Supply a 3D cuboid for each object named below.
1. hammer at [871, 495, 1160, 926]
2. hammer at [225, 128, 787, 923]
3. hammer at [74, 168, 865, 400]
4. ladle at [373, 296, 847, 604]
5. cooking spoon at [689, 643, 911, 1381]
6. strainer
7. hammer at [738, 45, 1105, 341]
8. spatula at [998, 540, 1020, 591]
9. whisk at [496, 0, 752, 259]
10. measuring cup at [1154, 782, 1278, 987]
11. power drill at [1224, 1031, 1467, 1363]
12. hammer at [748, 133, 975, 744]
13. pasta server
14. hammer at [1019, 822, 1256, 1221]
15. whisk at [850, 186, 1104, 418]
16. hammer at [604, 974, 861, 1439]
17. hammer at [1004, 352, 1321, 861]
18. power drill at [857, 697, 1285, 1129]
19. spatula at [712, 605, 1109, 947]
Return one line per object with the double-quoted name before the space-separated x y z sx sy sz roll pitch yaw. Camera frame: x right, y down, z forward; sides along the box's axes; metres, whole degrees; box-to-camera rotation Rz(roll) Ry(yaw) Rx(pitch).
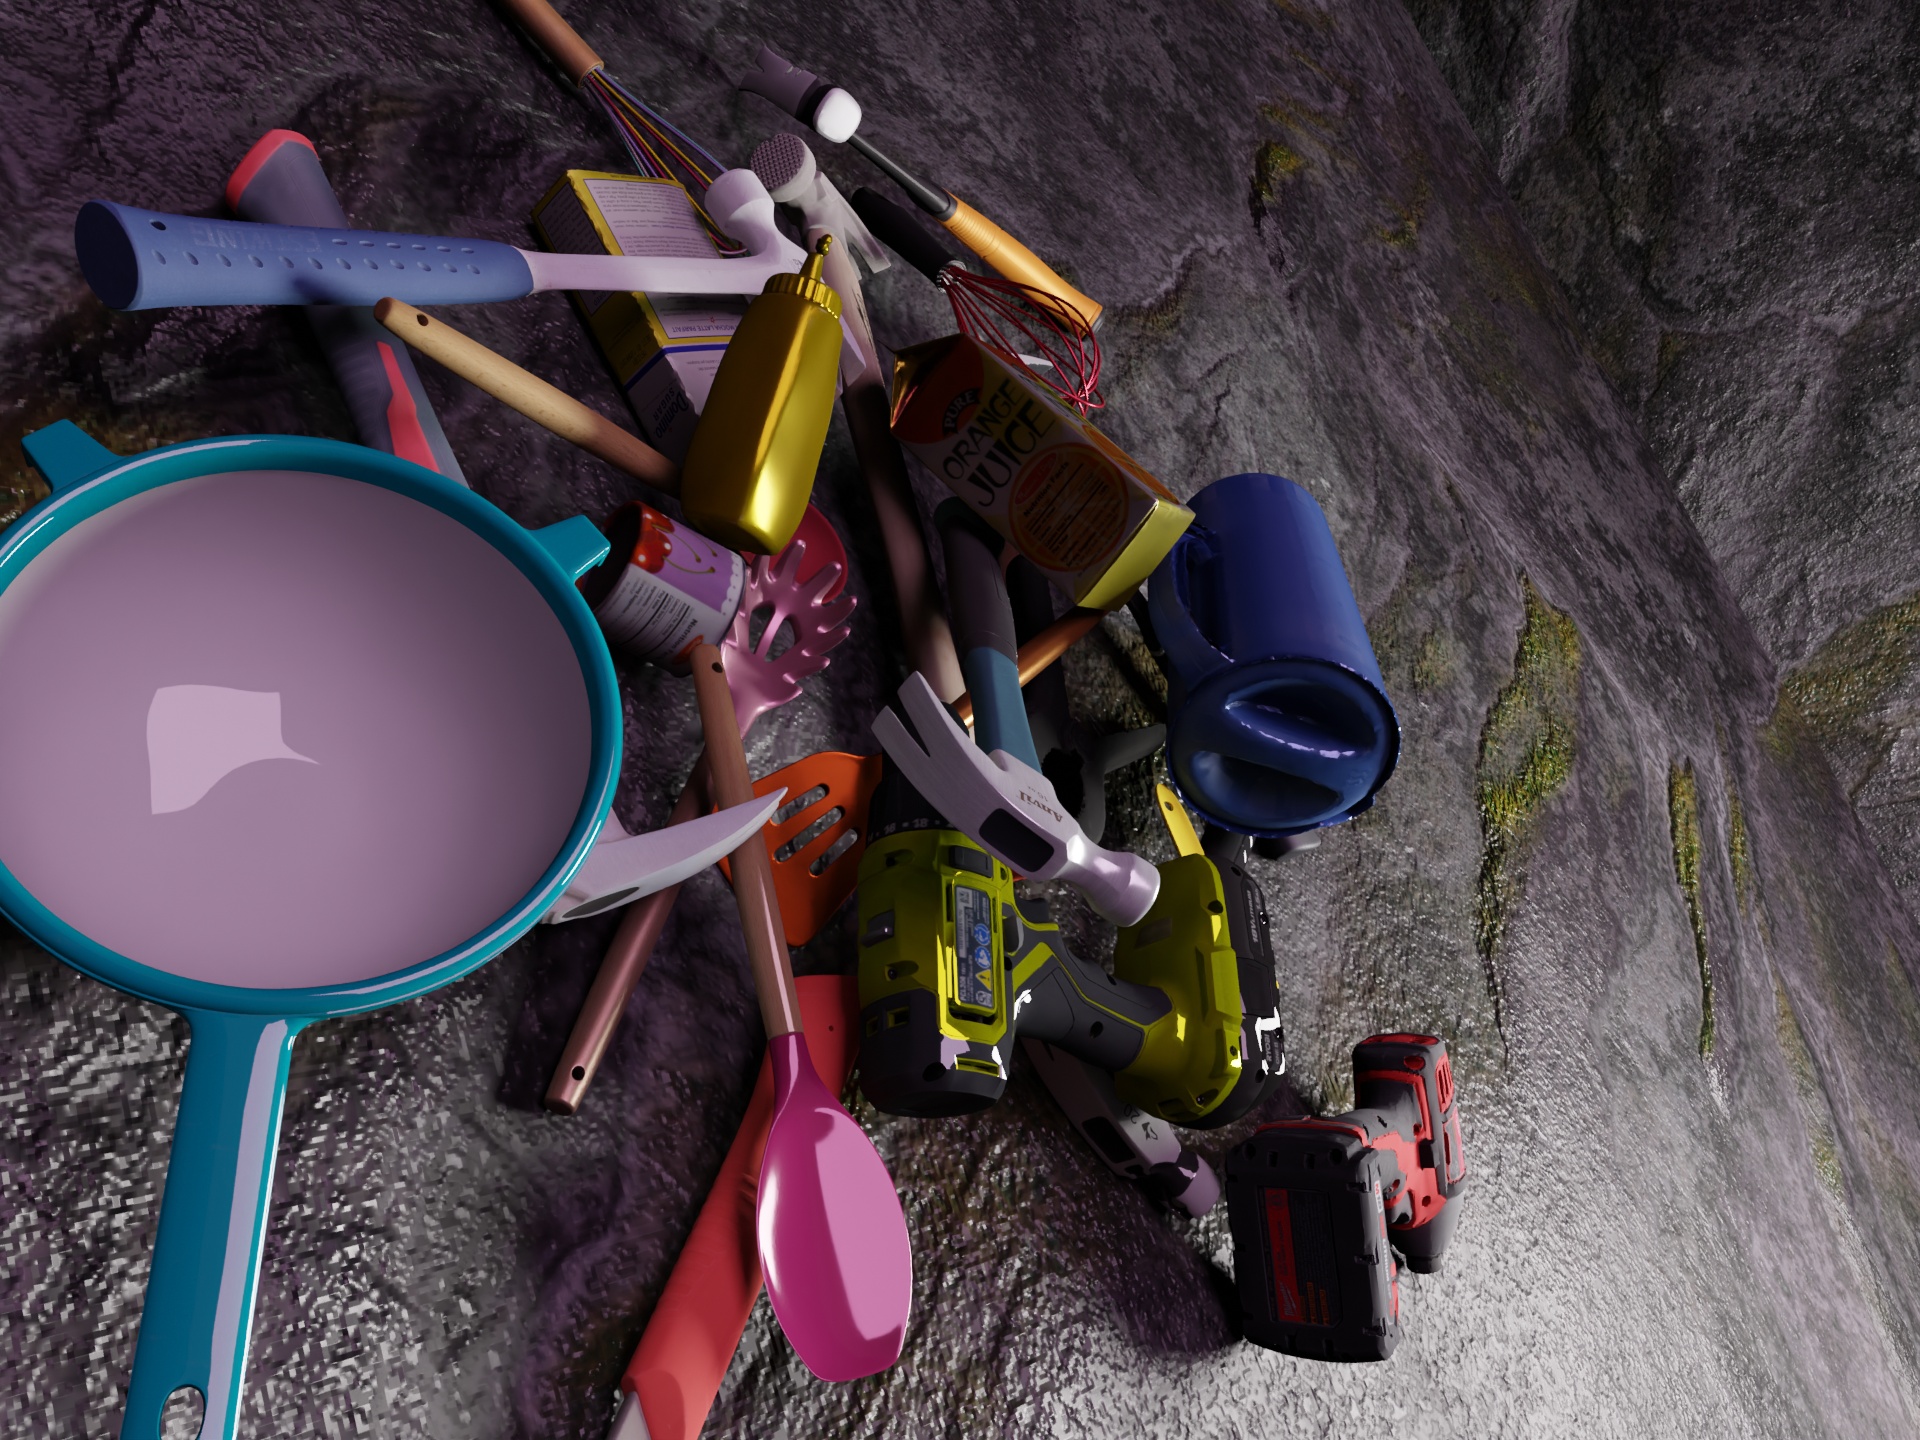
"hammer" 0.015 -0.031 0.779 0.128 0.033 0.331 32 23 -20
"hammer" -0.214 -0.098 0.686 0.143 0.038 0.386 -19 73 -27
"hammer" -0.193 -0.203 0.733 0.144 0.035 0.405 56 34 9
"ladle" -0.151 -0.122 0.756 0.315 0.031 0.069 27 48 -57
"cooking spoon" -0.078 0.108 0.666 0.068 0.017 0.319 3 61 -37
"strainer" -0.228 0.070 0.523 0.211 0.095 0.341 9 61 -21
"hammer" -0.010 -0.364 1.141 0.336 0.034 0.127 24 15 -45
"spatula" 0.035 -0.135 1.050 0.059 0.018 0.316 41 37 -27
"whisk" -0.204 -0.363 0.942 0.245 0.051 0.047 46 16 -6
"measuring cup" 0.131 0.107 0.892 0.062 0.029 0.157 12 48 -40
"power drill" 0.231 0.270 0.899 0.219 0.078 0.143 -8 92 -57
"hammer" -0.039 -0.138 0.934 0.146 0.038 0.411 33 40 -67
"pasta server" -0.116 0.035 0.715 0.060 0.040 0.316 32 46 -15
"hammer" 0.135 0.112 0.930 0.146 0.035 0.335 46 44 -13
"whisk" 0.003 -0.277 1.023 0.073 0.073 0.296 11 30 -44
"hammer" -0.095 0.238 0.596 0.149 0.036 0.359 44 38 -16
"hammer" 0.123 -0.074 1.073 0.409 0.036 0.149 55 31 -7
"power drill" 0.048 0.100 0.764 0.228 0.080 0.191 20 56 -36
"spatula" -0.001 -0.003 0.833 0.081 0.041 0.322 53 47 -2
